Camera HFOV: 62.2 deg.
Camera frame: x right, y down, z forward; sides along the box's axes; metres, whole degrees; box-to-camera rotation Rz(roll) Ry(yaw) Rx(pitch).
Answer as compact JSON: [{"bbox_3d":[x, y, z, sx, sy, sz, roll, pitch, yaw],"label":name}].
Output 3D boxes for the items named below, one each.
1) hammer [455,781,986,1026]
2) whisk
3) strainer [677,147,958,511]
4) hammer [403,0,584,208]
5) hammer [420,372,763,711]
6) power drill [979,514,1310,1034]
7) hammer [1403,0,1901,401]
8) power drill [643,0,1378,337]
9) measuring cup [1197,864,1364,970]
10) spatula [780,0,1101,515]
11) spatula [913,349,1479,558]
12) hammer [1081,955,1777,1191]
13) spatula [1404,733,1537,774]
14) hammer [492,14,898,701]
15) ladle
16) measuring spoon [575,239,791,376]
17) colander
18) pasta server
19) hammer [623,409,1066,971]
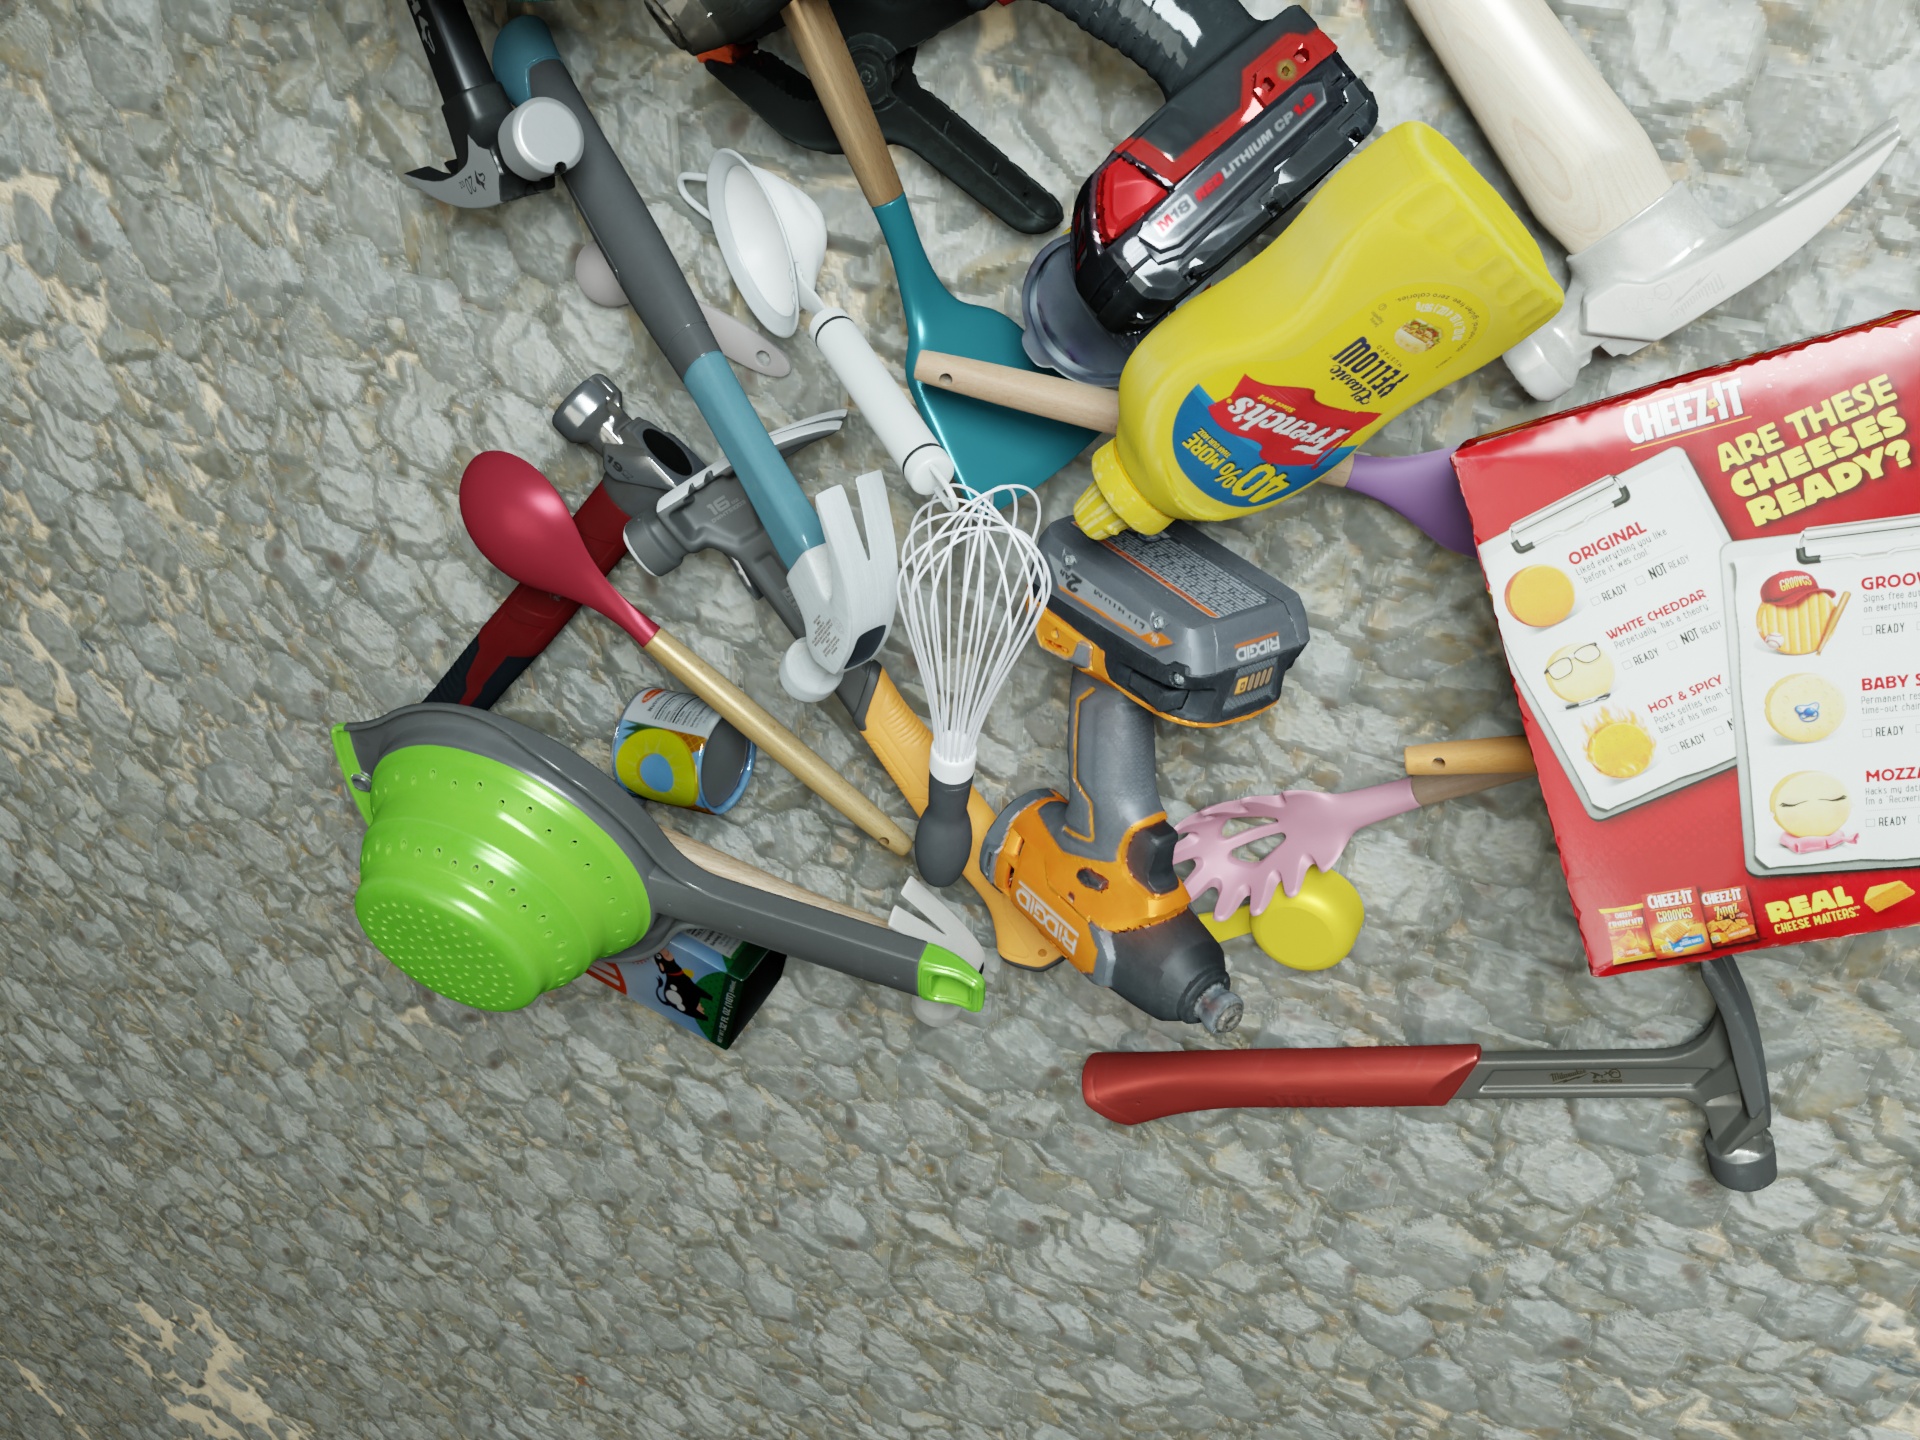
[{"bbox_3d":[-0.142,0.087,0.915,0.331,0.031,0.130,22,150,1],"label":"hammer"},{"bbox_3d":[-0.002,-0.002,0.744,0.070,0.070,0.284,23,143,12],"label":"whisk"},{"bbox_3d":[-0.056,-0.172,0.685,0.086,0.050,0.259,89,155,-51],"label":"strainer"},{"bbox_3d":[-0.259,-0.390,0.688,0.146,0.035,0.334,8,121,56],"label":"hammer"},{"bbox_3d":[-0.257,-0.037,0.949,0.143,0.038,0.386,45,130,-8],"label":"hammer"},{"bbox_3d":[0.088,0.032,0.745,0.164,0.084,0.226,41,136,40],"label":"power drill"},{"bbox_3d":[0.148,-0.310,0.549,0.146,0.038,0.410,-33,102,38],"label":"hammer"},{"bbox_3d":[0.016,-0.248,0.573,0.188,0.080,0.226,-40,95,0],"label":"power drill"},{"bbox_3d":[0.138,0.117,0.848,0.156,0.029,0.062,-20,111,34],"label":"measuring cup"},{"bbox_3d":[-0.033,-0.235,0.640,0.044,0.082,0.317,26,149,53],"label":"spatula"},{"bbox_3d":[0.136,-0.111,0.655,0.316,0.018,0.059,13,127,-1],"label":"spatula"},{"bbox_3d":[0.226,0.182,0.843,0.359,0.037,0.149,-9,117,32],"label":"hammer"},{"bbox_3d":[0.345,0.008,0.638,0.322,0.041,0.081,-5,107,19],"label":"spatula"},{"bbox_3d":[-0.125,-0.171,0.724,0.331,0.033,0.128,60,150,5],"label":"hammer"},{"bbox_3d":[-0.147,-0.028,0.861,0.315,0.031,0.069,41,129,-11],"label":"ladle"},{"bbox_3d":[-0.140,-0.200,0.788,0.124,0.018,0.034,29,130,7],"label":"measuring spoon"},{"bbox_3d":[-0.185,0.115,0.859,0.397,0.095,0.204,16,140,13],"label":"colander"},{"bbox_3d":[0.234,0.028,0.733,0.316,0.040,0.060,-21,100,35],"label":"pasta server"},{"bbox_3d":[-0.029,0.001,0.842,0.127,0.034,0.336,-29,112,15],"label":"hammer"}]
